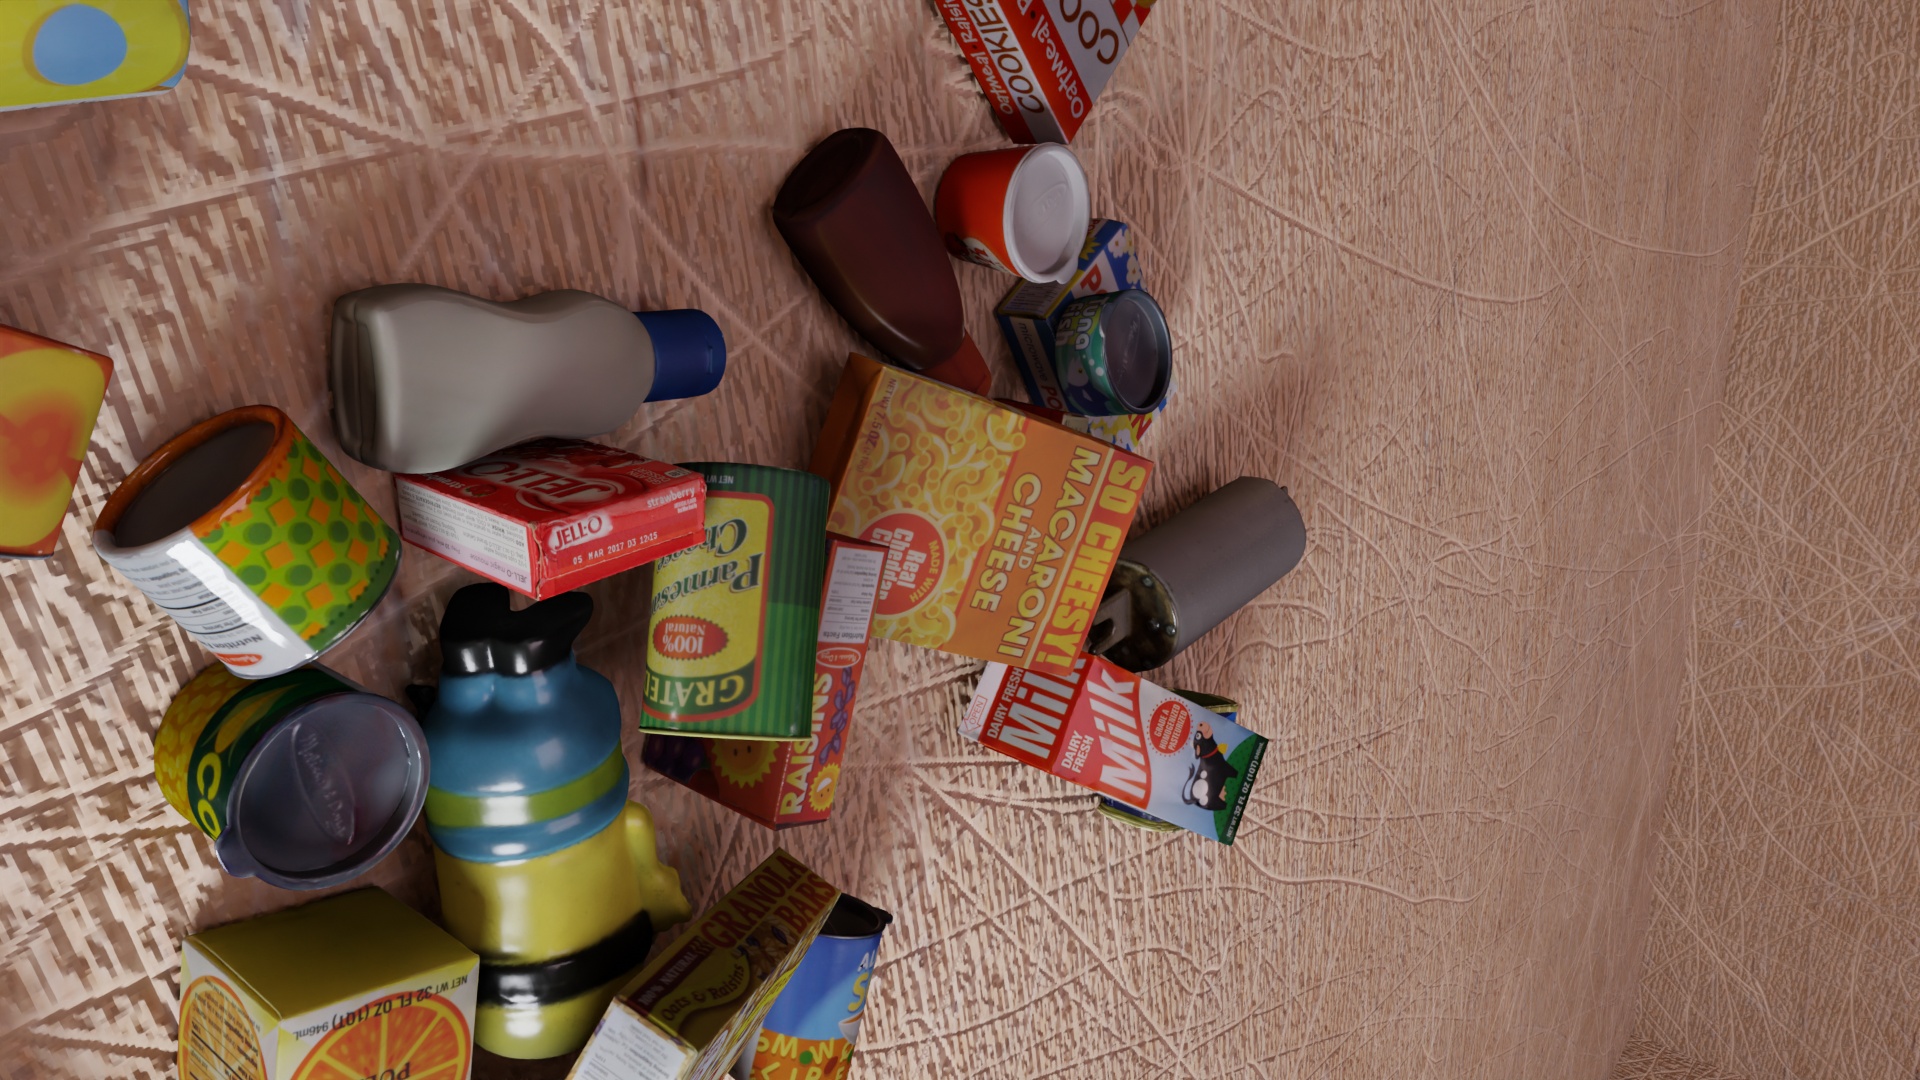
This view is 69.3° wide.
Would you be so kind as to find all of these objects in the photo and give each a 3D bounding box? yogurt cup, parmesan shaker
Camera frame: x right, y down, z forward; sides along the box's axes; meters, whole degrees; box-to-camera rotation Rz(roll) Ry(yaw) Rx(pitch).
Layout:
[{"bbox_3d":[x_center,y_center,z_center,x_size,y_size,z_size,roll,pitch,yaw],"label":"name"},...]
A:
[{"bbox_3d":[0.024,-0.166,0.697,0.073,0.054,0.072,-21,118,-47],"label":"yogurt cup"},{"bbox_3d":[-0.090,0.024,0.544,0.071,0.071,0.103,12,79,-53],"label":"parmesan shaker"}]

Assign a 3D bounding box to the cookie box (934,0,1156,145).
[{"bbox_3d":[0.052,-0.303,0.699,0.168,0.040,0.122,-61,140,-20],"label":"cookie box"}]

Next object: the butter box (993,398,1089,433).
[{"bbox_3d":[0.036,-0.023,0.760,0.024,0.053,0.103,0,101,-50],"label":"butter box"}]

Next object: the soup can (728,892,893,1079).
[{"bbox_3d":[-0.076,0.222,0.688,0.071,0.071,0.083,9,96,-52],"label":"soup can"}]

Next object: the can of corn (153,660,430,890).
[{"bbox_3d":[-0.224,0.075,0.461,0.071,0.058,0.071,-22,118,-46],"label":"can of corn"}]

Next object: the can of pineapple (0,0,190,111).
[{"bbox_3d":[-0.242,-0.146,0.355,0.058,0.071,0.070,-28,123,-45],"label":"can of pineapple"}]

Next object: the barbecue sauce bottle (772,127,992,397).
[{"bbox_3d":[-0.029,-0.118,0.655,0.065,0.044,0.148,-57,140,-20],"label":"barbecue sauce bottle"}]

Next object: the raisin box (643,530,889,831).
[{"bbox_3d":[-0.086,0.052,0.605,0.040,0.086,0.123,9,95,-54],"label":"raisin box"}]

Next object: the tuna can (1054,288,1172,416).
[{"bbox_3d":[0.080,-0.099,0.732,0.071,0.033,0.071,1,89,-50],"label":"tuna can"}]

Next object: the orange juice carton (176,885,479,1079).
[{"bbox_3d":[-0.229,0.231,0.495,0.072,0.073,0.192,-5,106,-51],"label":"orange juice carton"}]

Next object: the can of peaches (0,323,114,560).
[{"bbox_3d":[-0.267,-0.031,0.367,0.071,0.071,0.058,19,87,-53],"label":"can of peaches"}]

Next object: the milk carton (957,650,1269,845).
[{"bbox_3d":[0.085,0.114,0.827,0.190,0.073,0.072,28,80,-30],"label":"milk carton"}]

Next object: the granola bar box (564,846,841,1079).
[{"bbox_3d":[-0.117,0.209,0.569,0.124,0.039,0.166,-58,172,12],"label":"granola bar box"}]

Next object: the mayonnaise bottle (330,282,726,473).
[{"bbox_3d":[-0.154,-0.065,0.517,0.148,0.041,0.064,-15,115,-50],"label":"mayonnaise bottle"}]

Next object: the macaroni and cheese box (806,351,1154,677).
[{"bbox_3d":[0.002,-0.009,0.680,0.166,0.040,0.123,16,99,-34],"label":"macaroni and cheese box"}]

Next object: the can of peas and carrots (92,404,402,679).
[{"bbox_3d":[-0.220,-0.002,0.435,0.071,0.071,0.058,-53,137,-26],"label":"can of peas and carrots"}]

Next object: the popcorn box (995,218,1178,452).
[{"bbox_3d":[0.075,-0.108,0.793,0.085,0.038,0.126,-53,137,-27],"label":"popcorn box"}]
